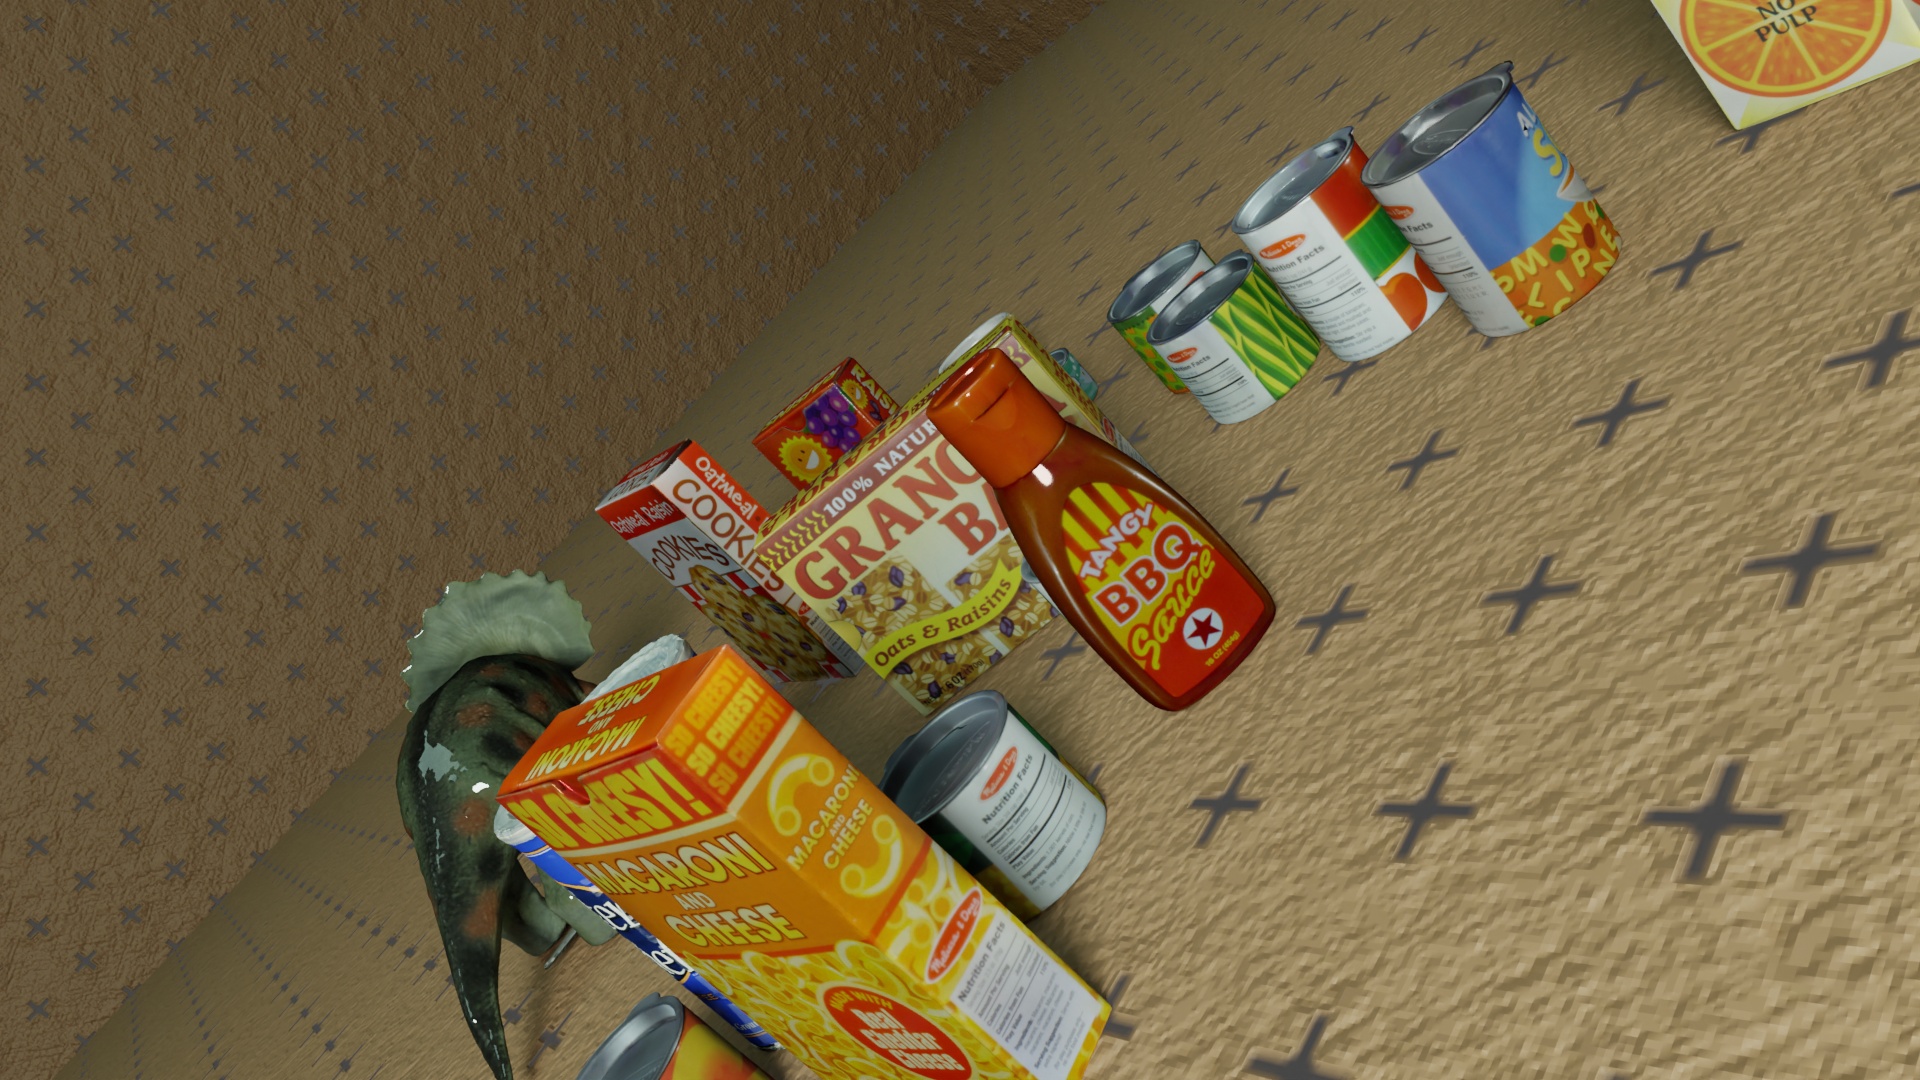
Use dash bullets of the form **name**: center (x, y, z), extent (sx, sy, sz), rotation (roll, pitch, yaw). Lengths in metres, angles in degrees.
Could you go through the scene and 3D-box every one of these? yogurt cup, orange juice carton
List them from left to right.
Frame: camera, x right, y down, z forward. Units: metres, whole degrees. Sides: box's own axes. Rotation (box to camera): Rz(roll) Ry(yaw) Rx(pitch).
- **yogurt cup**: center (0.026, -0.126, 1.020), extent (0.072, 0.054, 0.073), rotation (-39, 17, 15)
- **orange juice carton**: center (0.280, -0.255, 0.507), extent (0.072, 0.192, 0.073), rotation (-53, 19, -27)

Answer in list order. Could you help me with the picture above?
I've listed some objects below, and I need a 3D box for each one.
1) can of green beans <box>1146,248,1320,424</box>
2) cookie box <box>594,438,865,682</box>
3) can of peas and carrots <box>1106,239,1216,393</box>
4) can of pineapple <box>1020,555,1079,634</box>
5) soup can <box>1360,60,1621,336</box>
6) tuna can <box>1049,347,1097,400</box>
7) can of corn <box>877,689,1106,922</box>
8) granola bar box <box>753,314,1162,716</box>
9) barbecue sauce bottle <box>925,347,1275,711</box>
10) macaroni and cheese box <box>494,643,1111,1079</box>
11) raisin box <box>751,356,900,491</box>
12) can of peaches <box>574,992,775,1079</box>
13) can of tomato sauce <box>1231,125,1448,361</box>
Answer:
- **can of green beans**: center (0.137, -0.101, 0.698), extent (0.071, 0.057, 0.071), rotation (-39, 17, 15)
- **cookie box**: center (-0.137, 0.017, 0.855), extent (0.040, 0.167, 0.122), rotation (-52, 18, -25)
- **can of peas and carrots**: center (0.125, -0.125, 0.783), extent (0.071, 0.058, 0.071), rotation (-39, 17, 15)
- **can of pineapple**: center (0.069, 0.011, 0.585), extent (0.071, 0.058, 0.071), rotation (-39, 17, 15)
- **soup can**: center (0.215, -0.135, 0.557), extent (0.071, 0.083, 0.071), rotation (-39, 17, 15)
- **tuna can**: center (0.056, -0.092, 0.906), extent (0.071, 0.033, 0.071), rotation (-39, 17, 15)
- **can of corn**: center (0.010, 0.099, 0.512), extent (0.071, 0.058, 0.071), rotation (-39, 17, 15)
- **granola bar box**: center (0.002, -0.008, 0.671), extent (0.165, 0.124, 0.039), rotation (-39, 17, 16)
- **barbecue sauce bottle**: center (0.049, -0.006, 0.515), extent (0.065, 0.148, 0.044), rotation (-45, 16, -3)
- **macaroni and cheese box**: center (-0.053, 0.112, 0.433), extent (0.123, 0.166, 0.040), rotation (-24, 26, 49)
- **raisin box**: center (-0.064, -0.050, 0.925), extent (0.086, 0.123, 0.040), rotation (-32, 20, 35)
- **can of peaches**: center (-0.104, 0.209, 0.506), extent (0.071, 0.058, 0.071), rotation (-39, 17, 15)
- **can of tomato sauce**: center (0.179, -0.136, 0.643), extent (0.071, 0.083, 0.071), rotation (-39, 17, 15)
